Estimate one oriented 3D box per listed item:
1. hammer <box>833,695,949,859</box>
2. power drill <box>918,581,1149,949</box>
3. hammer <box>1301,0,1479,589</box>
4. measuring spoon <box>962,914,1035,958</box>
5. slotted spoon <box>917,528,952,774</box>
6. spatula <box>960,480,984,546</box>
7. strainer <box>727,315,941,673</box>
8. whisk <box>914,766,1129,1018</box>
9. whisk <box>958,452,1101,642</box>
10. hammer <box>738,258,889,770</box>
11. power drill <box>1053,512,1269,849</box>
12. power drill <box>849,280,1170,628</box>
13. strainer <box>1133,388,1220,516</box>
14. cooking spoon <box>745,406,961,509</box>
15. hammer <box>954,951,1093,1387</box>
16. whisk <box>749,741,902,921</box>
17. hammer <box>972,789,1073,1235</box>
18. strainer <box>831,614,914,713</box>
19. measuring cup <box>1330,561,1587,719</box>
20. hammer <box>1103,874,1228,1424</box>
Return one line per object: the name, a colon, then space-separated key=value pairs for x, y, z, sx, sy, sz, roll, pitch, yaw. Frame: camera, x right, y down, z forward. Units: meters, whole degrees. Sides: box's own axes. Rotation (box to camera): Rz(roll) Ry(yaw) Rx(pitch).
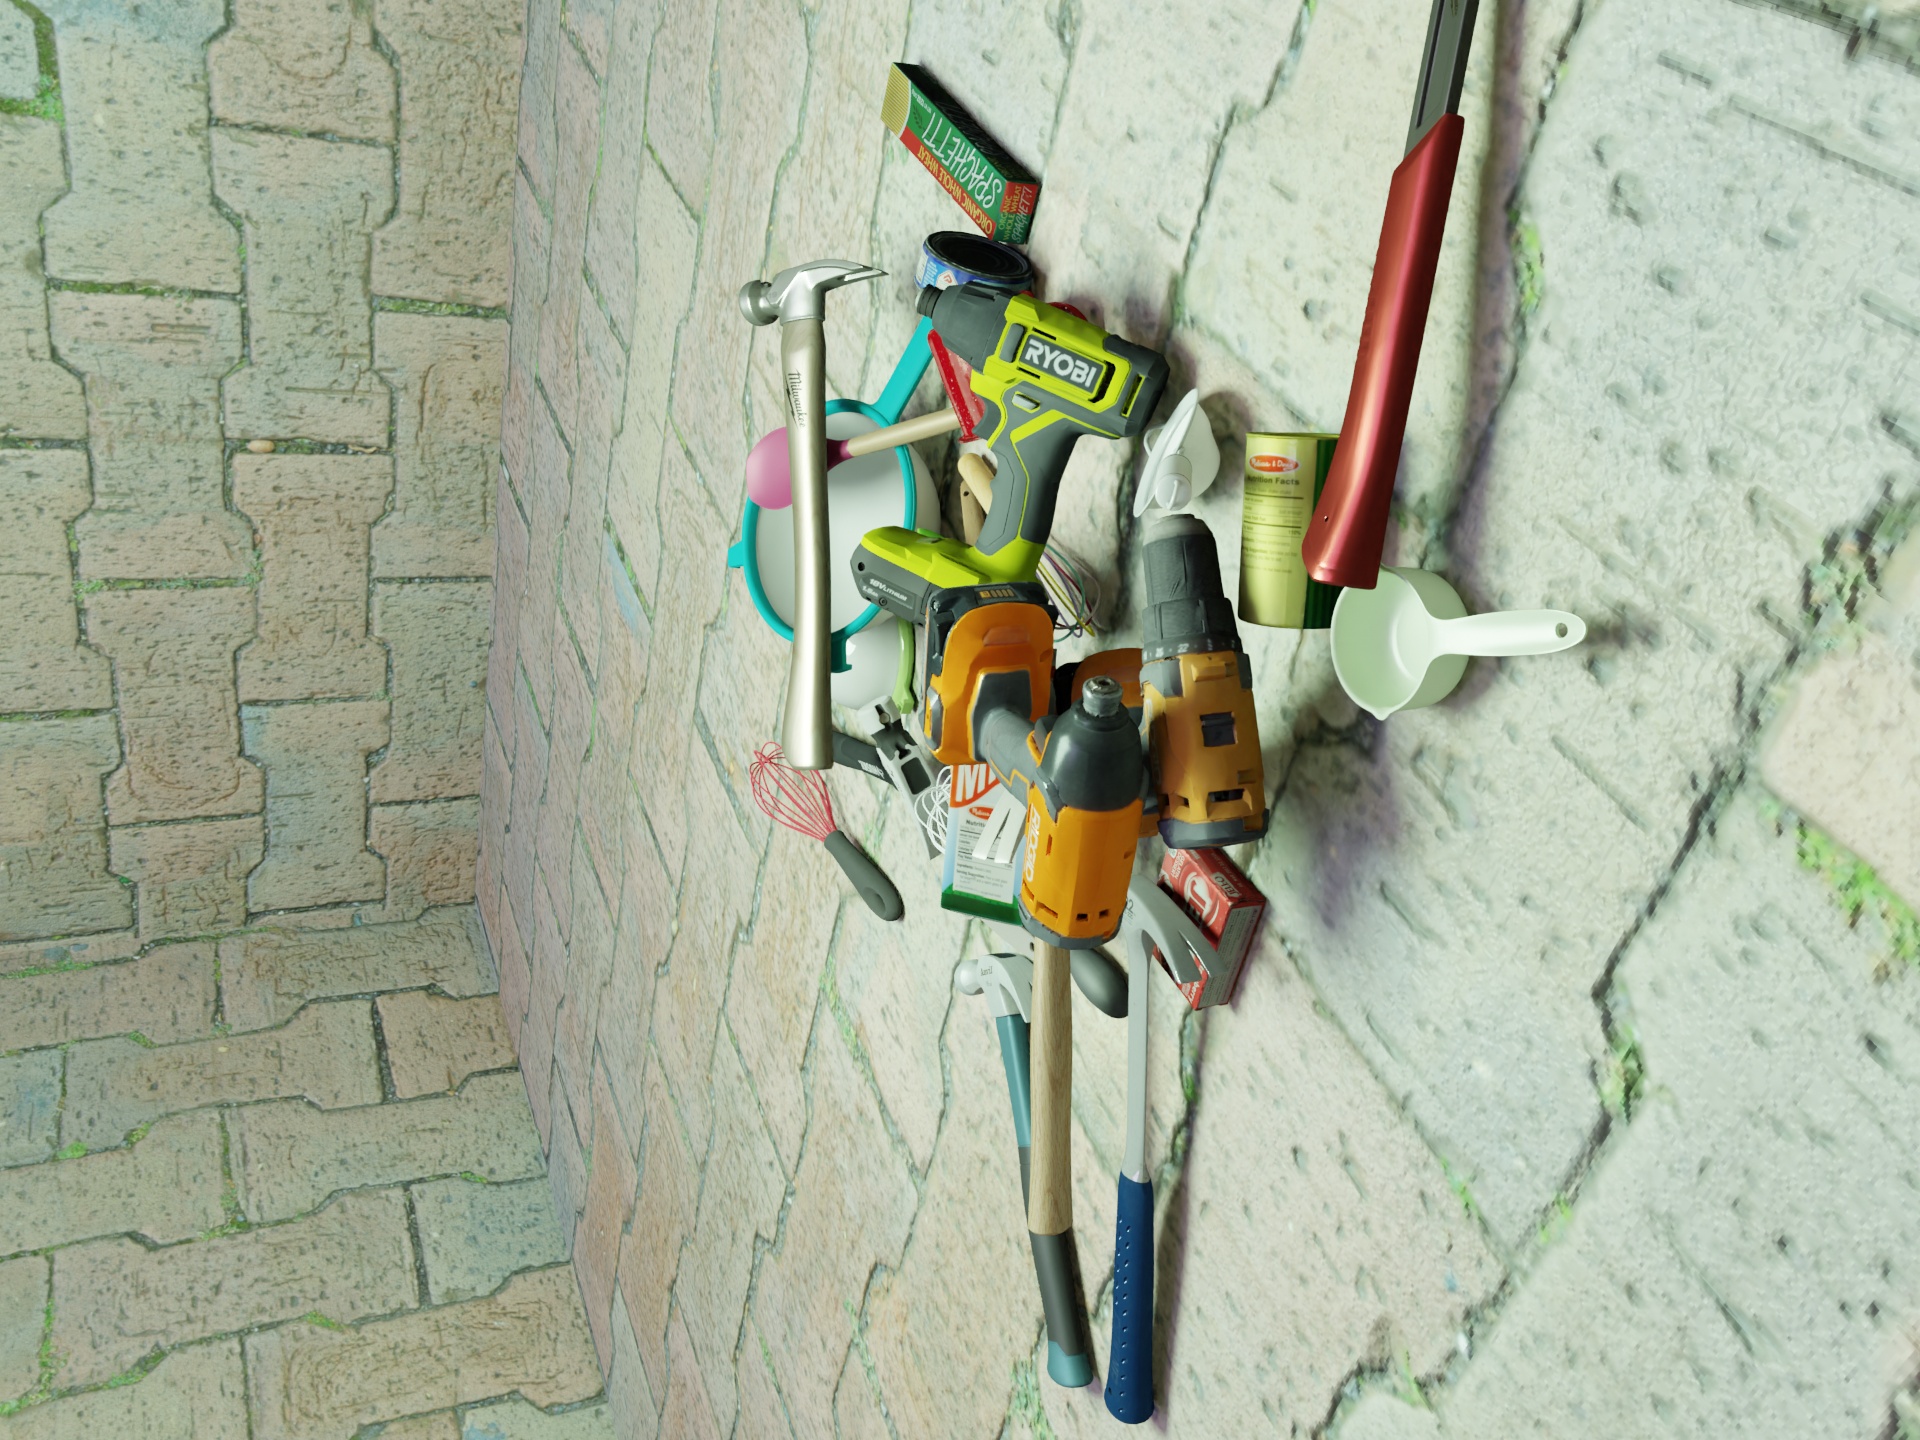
hammer: x=-0.090 y=0.037 z=1.463 sx=0.146 sy=0.035 sz=0.335 roll=63 pitch=165 yaw=-14
power drill: x=0.045 y=0.004 z=0.944 sx=0.227 sy=0.084 sz=0.164 roll=-120 pitch=29 yaw=-51
hammer: x=0.226 y=-0.241 z=0.771 sx=0.149 sy=0.036 sz=0.359 roll=27 pitch=110 yaw=61
measuring spoon: x=0.036 y=0.162 z=1.291 sx=0.124 sy=0.018 sz=0.034 roll=32 pitch=122 yaw=51
slotted spoon: x=-0.002 y=-0.004 z=1.235 sx=0.070 sy=0.031 sz=0.314 roll=50 pitch=-148 yaw=-72
spatula: x=0.030 y=-0.048 z=1.236 sx=0.082 sy=0.044 sz=0.318 roll=-20 pitch=63 yaw=24
strainer: x=-0.057 y=-0.216 z=1.353 sx=0.211 sy=0.095 sz=0.340 roll=45 pitch=113 yaw=36
whisk: x=0.048 y=0.130 z=1.213 sx=0.285 sy=0.070 sz=0.070 roll=49 pitch=136 yaw=44
whisk: x=0.046 y=-0.133 z=1.194 sx=0.051 sy=0.047 sz=0.245 roll=-63 pitch=34 yaw=28
hammer: x=-0.116 y=-0.165 z=1.297 sx=0.146 sy=0.038 sz=0.410 roll=0 pitch=92 yaw=42
power drill: x=0.117 y=-0.015 z=0.957 sx=0.226 sy=0.084 sz=0.185 roll=151 pitch=113 yaw=-80
power drill: x=0.019 y=-0.171 z=1.065 sx=0.223 sy=0.171 sz=0.080 roll=-67 pitch=-10 yaw=18
strainer: x=0.126 y=-0.144 z=0.925 sx=0.258 sy=0.050 sz=0.087 roll=-62 pitch=-3 yaw=-72
cooking spoon: x=-0.068 y=-0.226 z=1.287 sx=0.319 sy=0.017 sz=0.069 roll=-7 pitch=87 yaw=42
hammer: x=0.058 y=0.346 z=1.246 sx=0.128 sy=0.033 sz=0.331 roll=148 pitch=114 yaw=-62
whisk: x=-0.134 y=0.109 z=1.580 sx=0.296 sy=0.073 sz=0.073 roll=44 pitch=132 yaw=45
hammer: x=0.061 y=0.190 z=1.089 sx=0.031 sy=0.130 sz=0.331 roll=5 pitch=98 yaw=41
strainer: x=-0.127 y=-0.065 z=1.518 sx=0.256 sy=0.069 sz=0.151 roll=-16 pitch=80 yaw=62
measuring cup: x=0.253 y=-0.042 z=0.790 sx=0.168 sy=0.038 sz=0.083 roll=1 pitch=94 yaw=62
hammer: x=0.120 y=0.298 z=1.069 sx=0.144 sy=0.035 sz=0.405 roll=-147 pitch=52 yaw=-60
